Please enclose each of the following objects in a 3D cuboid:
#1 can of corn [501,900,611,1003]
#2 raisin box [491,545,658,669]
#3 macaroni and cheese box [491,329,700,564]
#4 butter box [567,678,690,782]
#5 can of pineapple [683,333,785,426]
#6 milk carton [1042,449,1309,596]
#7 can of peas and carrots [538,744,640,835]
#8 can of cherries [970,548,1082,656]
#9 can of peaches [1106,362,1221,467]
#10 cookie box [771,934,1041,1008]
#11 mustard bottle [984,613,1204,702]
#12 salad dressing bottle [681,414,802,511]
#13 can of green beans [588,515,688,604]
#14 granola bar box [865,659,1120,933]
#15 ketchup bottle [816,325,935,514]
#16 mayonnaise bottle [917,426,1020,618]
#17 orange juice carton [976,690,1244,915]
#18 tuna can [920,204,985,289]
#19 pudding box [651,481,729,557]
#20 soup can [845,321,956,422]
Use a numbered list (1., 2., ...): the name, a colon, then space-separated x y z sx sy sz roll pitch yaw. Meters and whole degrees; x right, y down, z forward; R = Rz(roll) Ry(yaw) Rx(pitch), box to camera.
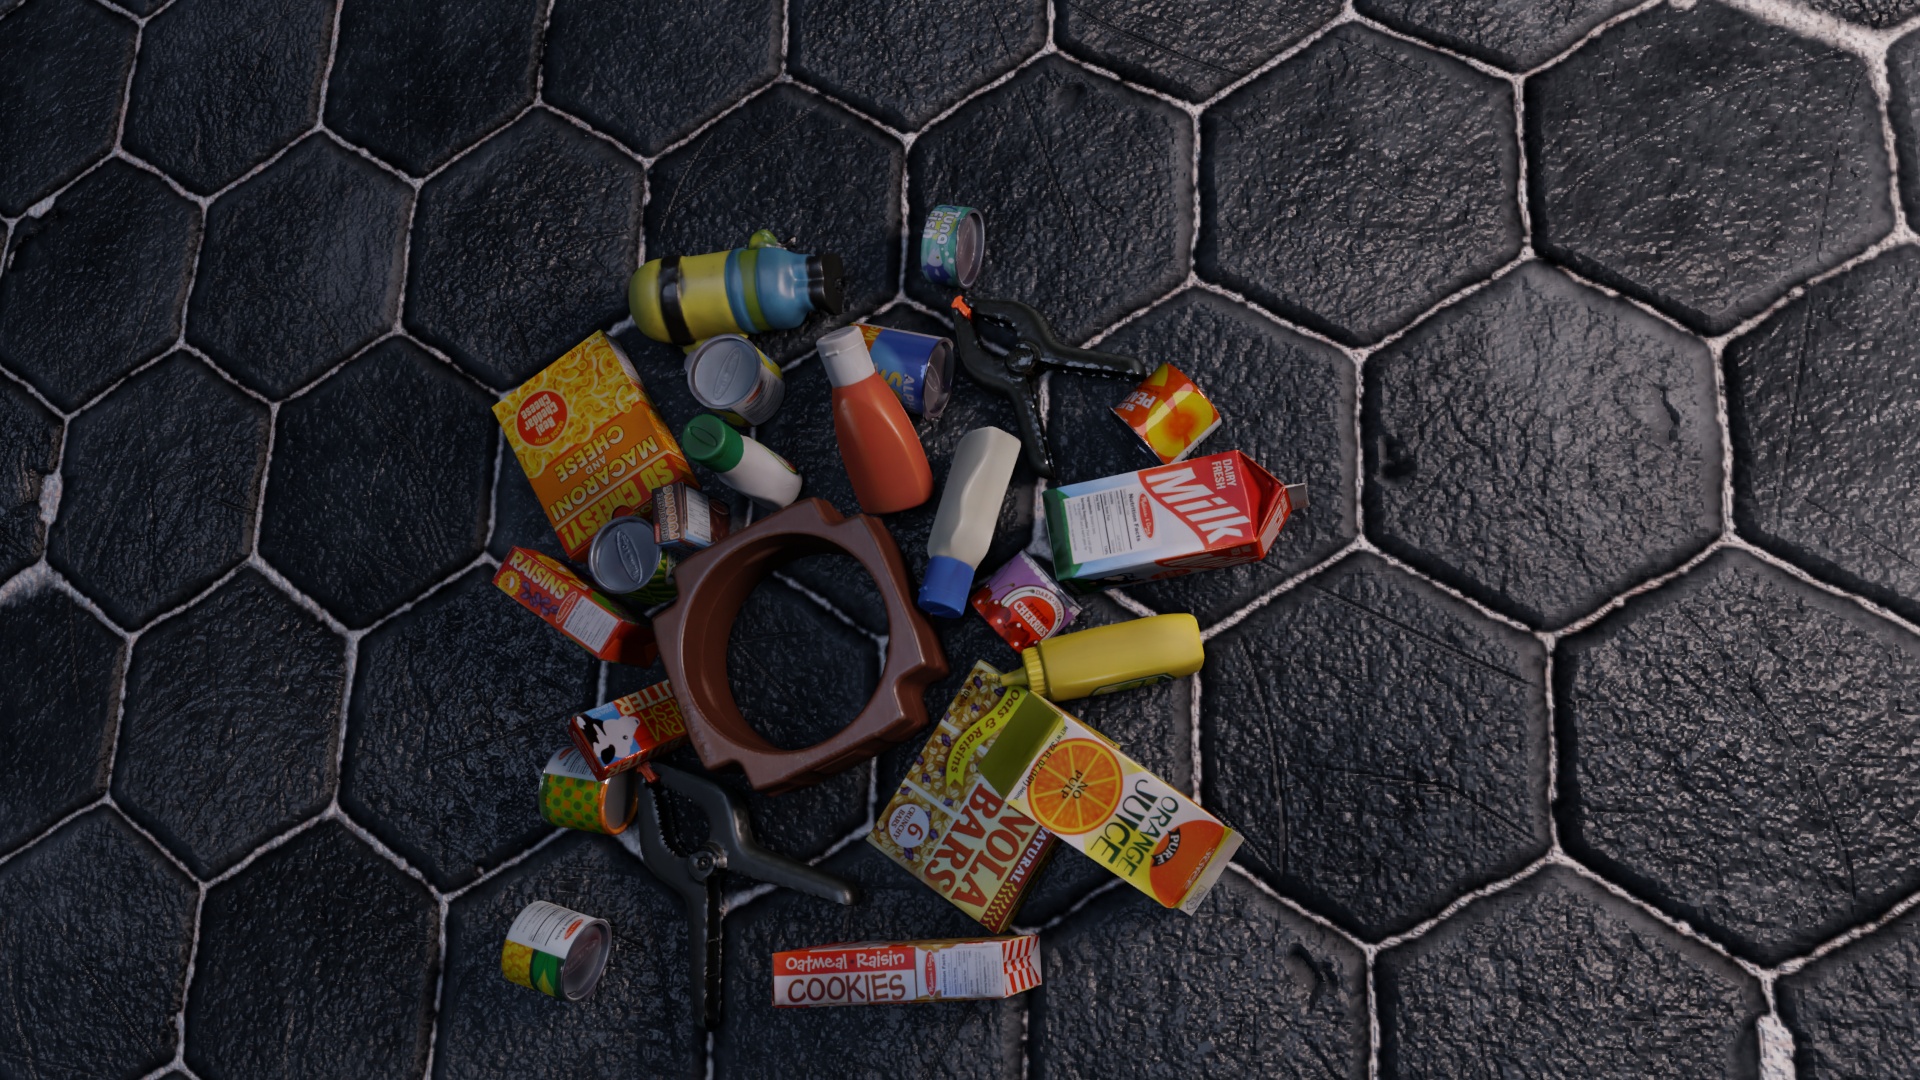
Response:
1. can of corn: -0.321 0.328 1.104 0.058 0.071 0.071 12 81 18
2. raisin box: -0.314 0.056 1.153 0.123 0.086 0.040 31 89 19
3. macaroni and cheese box: -0.319 -0.081 1.210 0.123 0.040 0.167 -34 71 6
4. butter box: -0.255 0.149 1.115 0.104 0.024 0.053 -21 65 -37
5. can of pineapple: -0.190 -0.136 1.178 0.071 0.058 0.071 -3 77 14
6. milk carton: 0.165 -0.015 1.046 0.190 0.072 0.073 -12 75 14
7. can of peas and carrots: -0.299 0.204 1.126 0.059 0.071 0.071 5 79 16
8. can of cherries: 0.050 0.050 1.063 0.058 0.071 0.071 -43 71 3
9. can of peaches: 0.157 -0.096 1.068 0.058 0.071 0.071 -42 71 2
10. cookie box: -0.036 0.309 0.999 0.167 0.123 0.040 -7 76 14
11. mustard bottle: 0.098 0.091 1.032 0.160 0.065 0.049 -12 75 0
12. salad dressing bottle: -0.174 -0.062 1.109 0.064 0.147 0.044 31 87 19
13. can of green beans: -0.268 0.017 1.164 0.071 0.057 0.071 -3 77 15
14. granola bar box: 0.024 0.192 1.054 0.124 0.039 0.165 31 87 19
15. ketchup bottle: -0.072 -0.095 1.102 0.064 0.044 0.148 -10 113 26
16. mayonnaise bottle: 0.004 -0.014 1.082 0.041 0.064 0.148 25 69 -22
17. orange juice carton: 0.114 0.193 0.987 0.192 0.073 0.072 36 88 -16
18. tuna can: -0.007 -0.244 1.146 0.033 0.071 0.071 11 81 18
19. pudding box: -0.221 -0.014 1.145 0.030 0.083 0.050 -11 76 16
20. soup can: -0.055 -0.138 1.137 0.084 0.071 0.071 13 81 18
